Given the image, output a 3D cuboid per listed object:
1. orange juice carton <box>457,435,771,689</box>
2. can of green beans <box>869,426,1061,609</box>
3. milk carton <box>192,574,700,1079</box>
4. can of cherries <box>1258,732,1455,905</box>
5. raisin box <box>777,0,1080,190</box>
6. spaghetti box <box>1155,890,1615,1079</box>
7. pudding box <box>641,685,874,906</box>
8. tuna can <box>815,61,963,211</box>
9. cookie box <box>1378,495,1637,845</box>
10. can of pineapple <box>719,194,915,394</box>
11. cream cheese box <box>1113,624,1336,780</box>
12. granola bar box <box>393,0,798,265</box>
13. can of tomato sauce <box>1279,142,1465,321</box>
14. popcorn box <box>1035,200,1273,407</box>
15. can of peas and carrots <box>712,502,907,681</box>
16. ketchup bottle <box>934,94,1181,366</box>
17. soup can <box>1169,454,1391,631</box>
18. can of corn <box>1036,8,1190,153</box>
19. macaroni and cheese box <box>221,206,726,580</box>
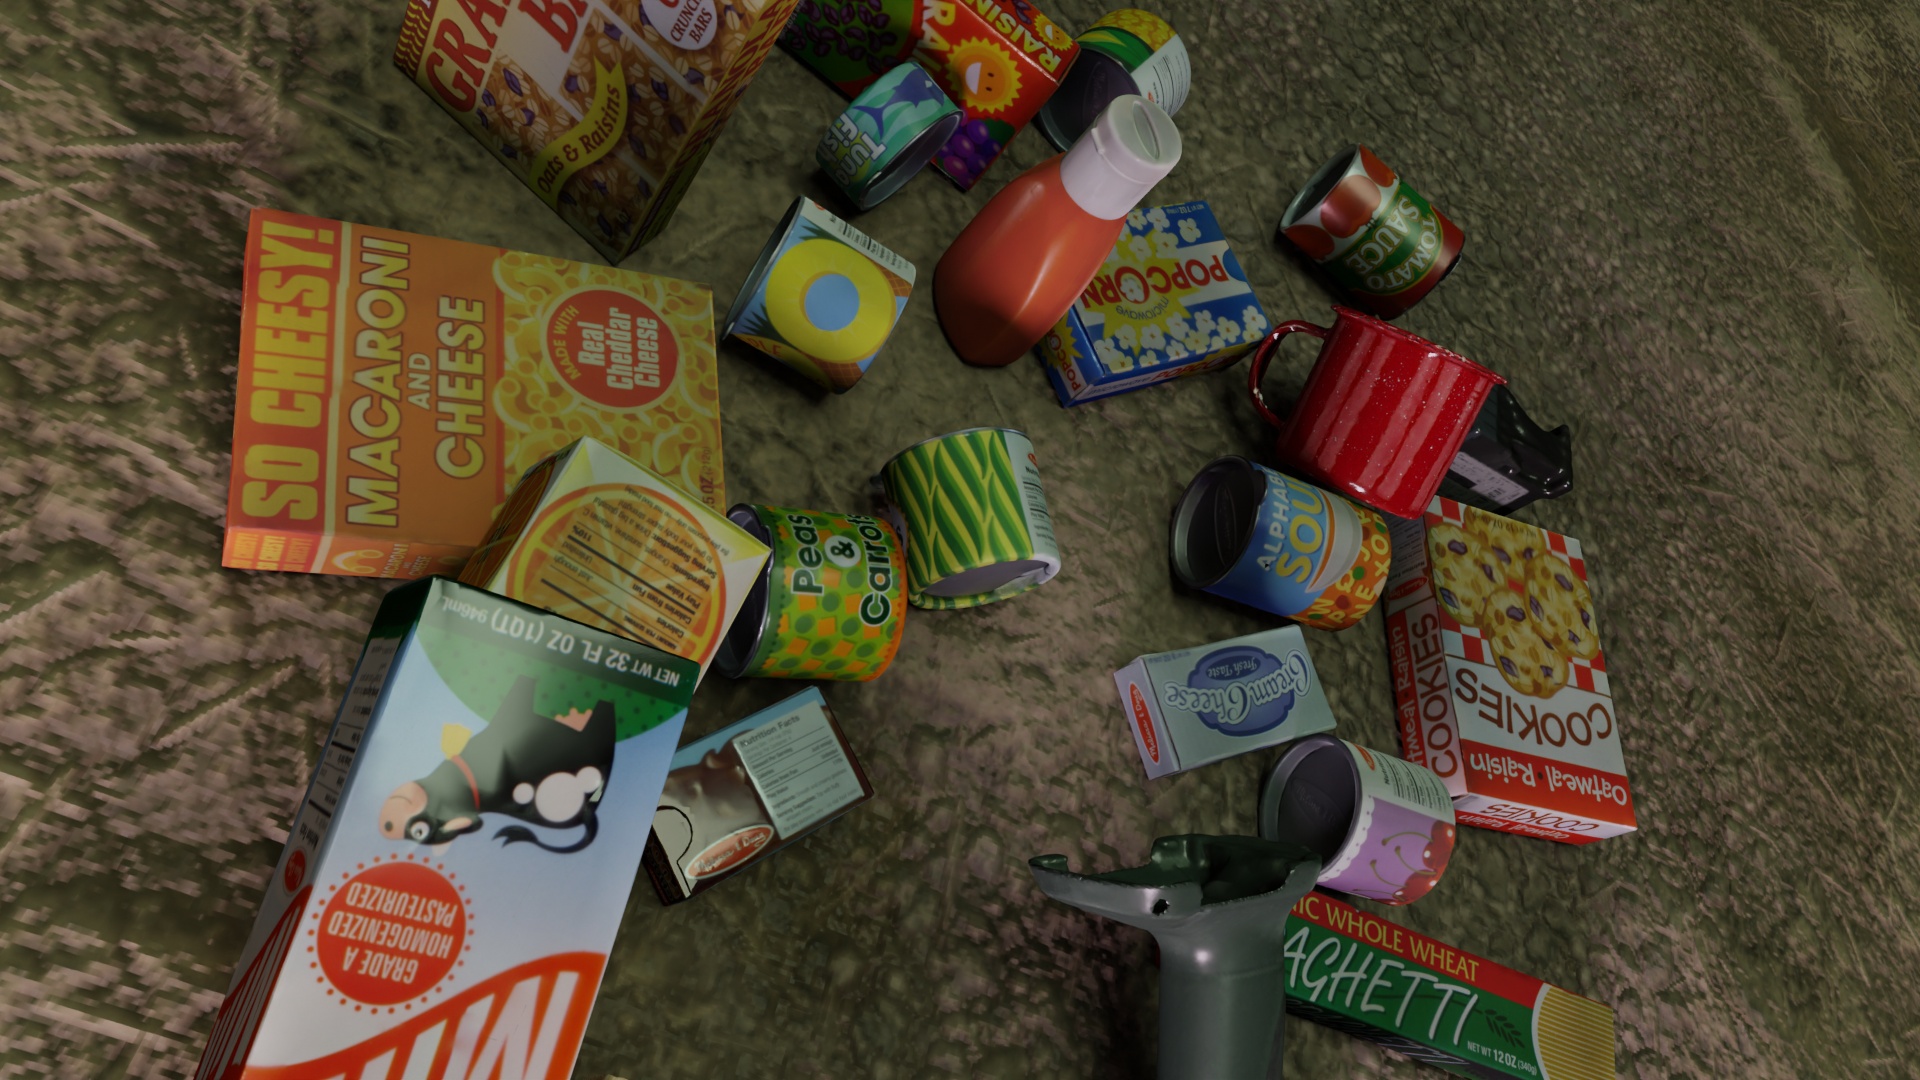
[{"bbox_3d":[-0.144,0.069,0.431,0.073,0.071,0.193,35,67,-23],"label":"orange juice carton"},{"bbox_3d":[0.004,-0.008,0.584,0.071,0.071,0.058,-2,70,-32],"label":"can of green beans"},{"bbox_3d":[-0.136,0.111,0.344,0.072,0.073,0.191,24,73,-27],"label":"milk carton"},{"bbox_3d":[0.177,0.128,0.627,0.058,0.071,0.072,20,59,-23],"label":"can of cherries"},{"bbox_3d":[-0.016,-0.240,0.669,0.123,0.085,0.040,37,50,-11],"label":"raisin box"},{"bbox_3d":[0.197,0.202,0.625,0.250,0.028,0.050,24,58,-20],"label":"spaghetti box"},{"bbox_3d":[-0.080,0.092,0.509,0.084,0.030,0.049,-24,82,-36],"label":"pudding box"},{"bbox_3d":[-0.035,-0.186,0.645,0.033,0.070,0.071,48,53,-2],"label":"tuna can"},{"bbox_3d":[0.285,0.068,0.735,0.123,0.040,0.168,15,60,-25],"label":"cookie box"},{"bbox_3d":[-0.061,-0.102,0.591,0.058,0.070,0.071,30,56,-17],"label":"can of pineapple"},{"bbox_3d":[0.124,0.073,0.644,0.104,0.024,0.053,-8,73,-33],"label":"cream cheese box"},{"bbox_3d":[-0.140,-0.200,0.526,0.124,0.164,0.039,43,51,-7],"label":"granola bar box"},{"bbox_3d":[0.238,-0.178,0.803,0.083,0.071,0.071,38,54,-10],"label":"can of tomato sauce"},{"bbox_3d":[0.090,-0.123,0.708,0.127,0.038,0.085,-17,77,-35],"label":"popcorn box"},{"bbox_3d":[-0.059,0.019,0.530,0.059,0.070,0.071,6,65,-30],"label":"can of peas and carrots"},{"bbox_3d":[0.040,-0.137,0.615,0.043,0.148,0.065,-4,71,-31],"label":"ketchup bottle"},{"bbox_3d":[0.155,0.001,0.668,0.084,0.071,0.071,18,60,-24],"label":"soup can"},{"bbox_3d":[0.080,-0.243,0.742,0.071,0.071,0.058,45,52,-5],"label":"can of corn"},{"bbox_3d":[-0.174,-0.046,0.512,0.167,0.040,0.124,5,66,-30],"label":"macaroni and cheese box"}]
